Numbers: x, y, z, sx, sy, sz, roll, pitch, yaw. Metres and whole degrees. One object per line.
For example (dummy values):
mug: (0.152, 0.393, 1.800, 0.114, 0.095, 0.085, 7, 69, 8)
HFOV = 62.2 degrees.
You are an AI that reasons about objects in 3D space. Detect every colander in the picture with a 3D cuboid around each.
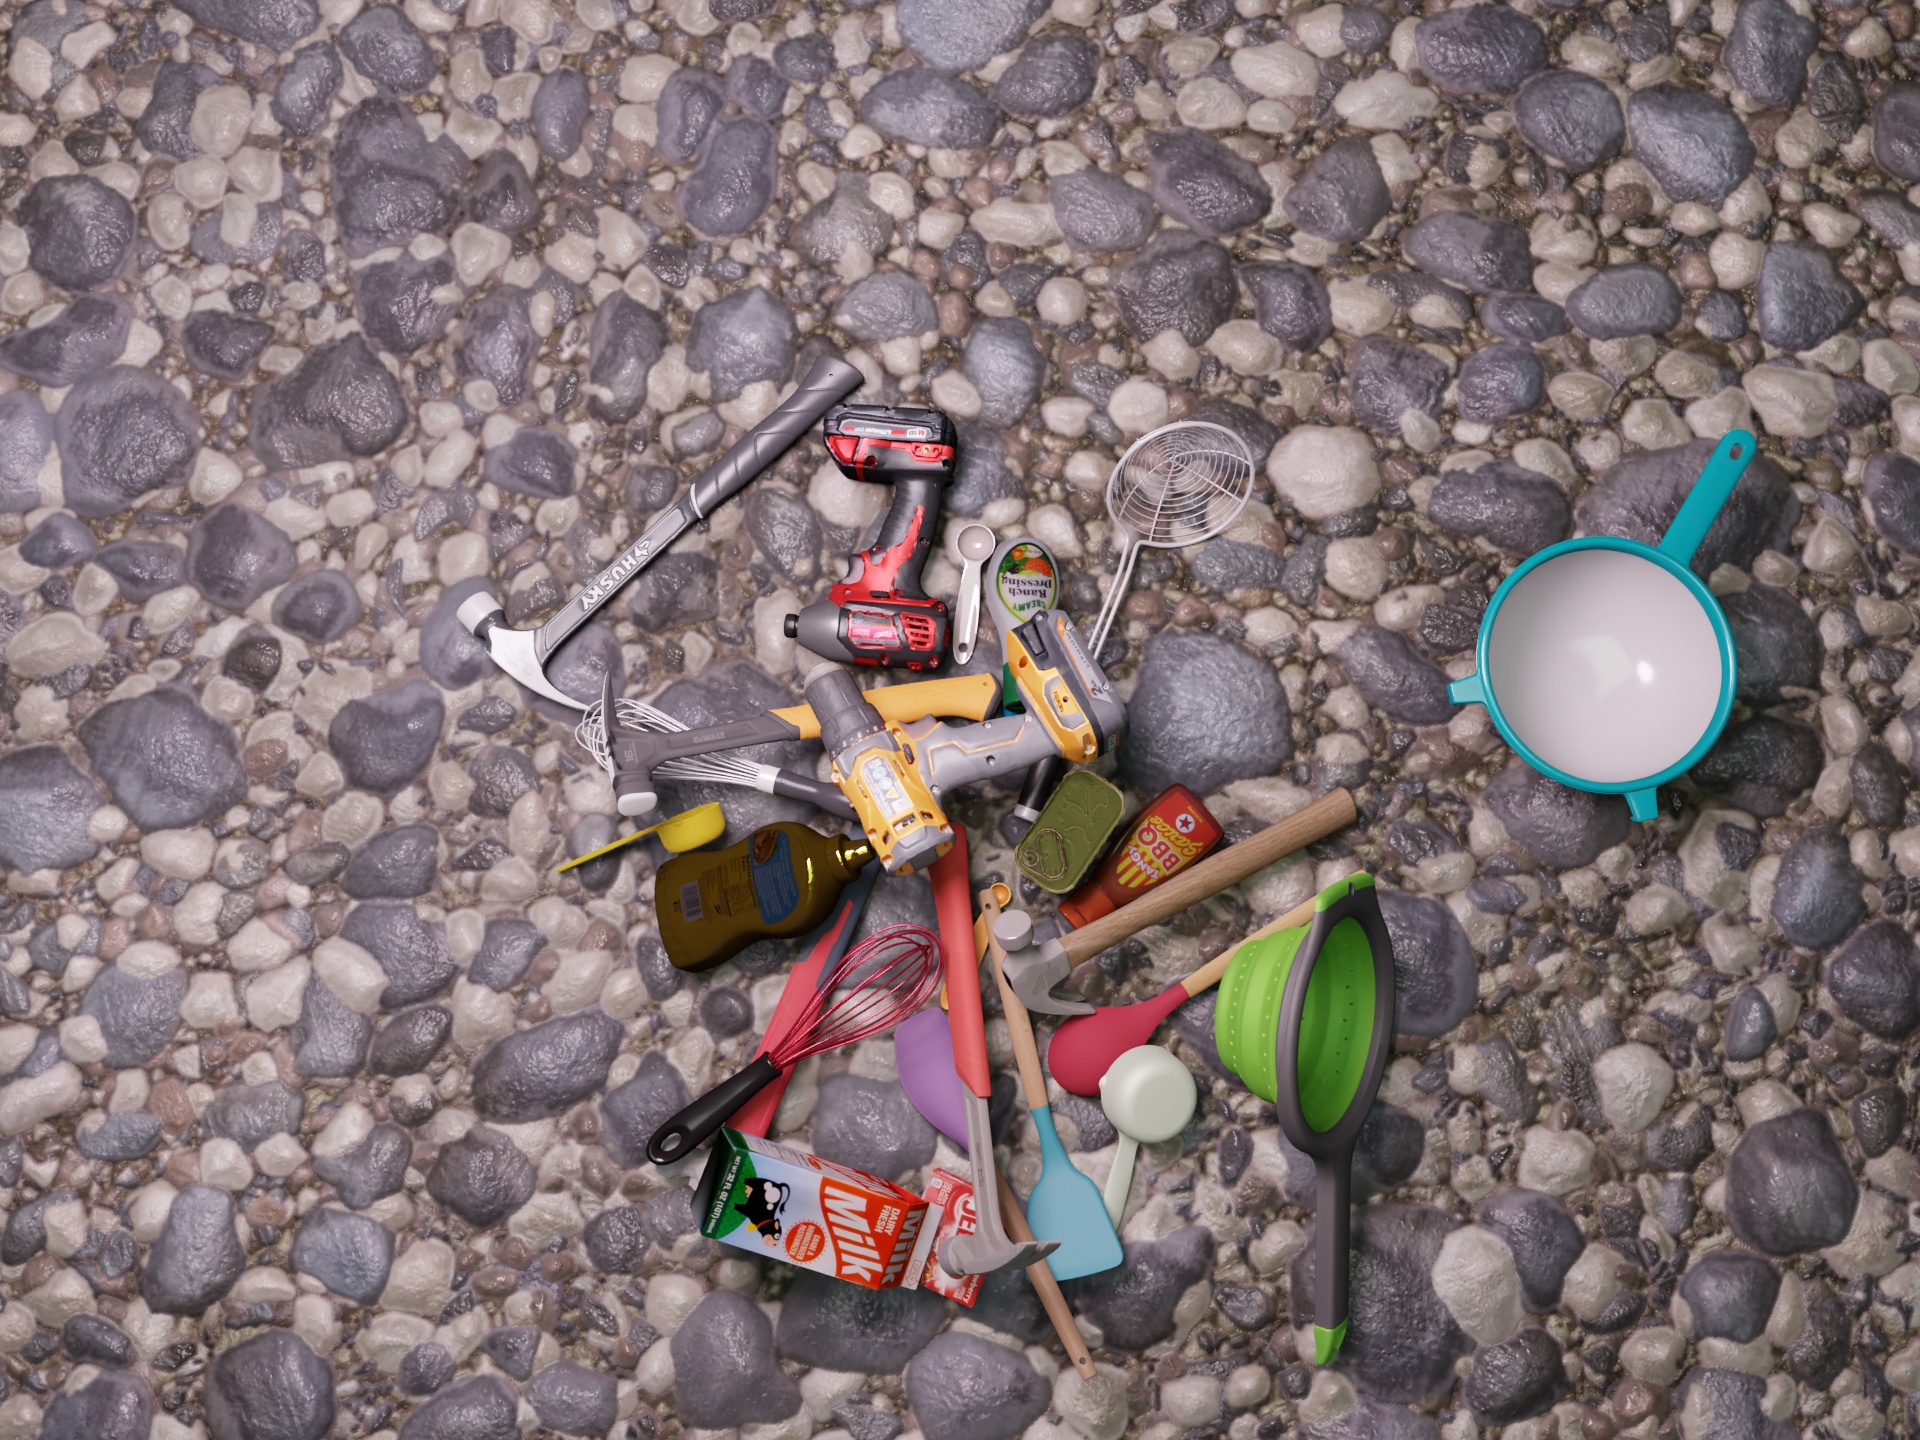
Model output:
colander: (0.267, 0.317, 1.280, 0.094, 0.204, 0.397, 5, 99, 36)

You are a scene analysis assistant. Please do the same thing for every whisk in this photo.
whisk: (-0.192, 0.041, 1.339, 0.284, 0.070, 0.070, 16, 83, 10)
whisk: (-0.135, 0.265, 1.285, 0.296, 0.073, 0.073, -38, 82, 1)

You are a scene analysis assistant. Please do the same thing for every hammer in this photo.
hammer: (-0.243, -0.176, 1.401, 0.409, 0.036, 0.149, -43, 84, -5)
hammer: (-0.112, 0.225, 1.335, 0.143, 0.038, 0.386, 23, 83, 4)
hammer: (0.184, 0.143, 1.313, 0.331, 0.129, 0.031, -26, 40, -12)
hammer: (-0.129, -0.005, 1.331, 0.337, 0.034, 0.127, -9, 57, -15)
hammer: (0.010, 0.252, 1.269, 0.036, 0.149, 0.359, 6, 65, -26)

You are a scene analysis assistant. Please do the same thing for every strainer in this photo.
strainer: (0.557, -0.093, 1.332, 0.211, 0.095, 0.340, 33, 82, 4)

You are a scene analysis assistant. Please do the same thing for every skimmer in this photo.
skimmer: (0.137, -0.080, 1.345, 0.127, 0.090, 0.363, 25, 85, -30)

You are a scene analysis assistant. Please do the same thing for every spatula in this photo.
spatula: (0.059, 0.294, 1.313, 0.082, 0.044, 0.317, -16, 83, 13)
spatula: (0.029, 0.381, 1.290, 0.060, 0.018, 0.316, -28, 69, -3)

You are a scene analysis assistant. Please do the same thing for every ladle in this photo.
ladle: (0.211, 0.214, 1.333, 0.315, 0.031, 0.069, -32, 80, -4)

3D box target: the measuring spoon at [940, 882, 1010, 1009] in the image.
measuring spoon: (0.012, 0.192, 1.352, 0.021, 0.011, 0.117, 25, 87, 0)

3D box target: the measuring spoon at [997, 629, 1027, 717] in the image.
measuring spoon: (0.048, -0.052, 1.378, 0.042, 0.021, 0.129, -11, 81, 0)

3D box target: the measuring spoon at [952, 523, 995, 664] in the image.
measuring spoon: (0.008, -0.110, 1.395, 0.034, 0.018, 0.124, 7, 89, 1)

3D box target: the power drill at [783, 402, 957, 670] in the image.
power drill: (-0.075, -0.155, 1.374, 0.143, 0.078, 0.220, 4, 85, 3)

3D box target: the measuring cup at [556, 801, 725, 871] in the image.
measuring cup: (-0.272, 0.110, 1.358, 0.156, 0.062, 0.029, -22, 96, 10)

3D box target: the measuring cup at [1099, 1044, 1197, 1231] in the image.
measuring cup: (0.145, 0.351, 1.299, 0.083, 0.038, 0.167, 15, 90, -21)

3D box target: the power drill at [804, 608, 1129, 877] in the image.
power drill: (-0.002, -0.004, 1.275, 0.226, 0.084, 0.185, -29, 72, -5)
